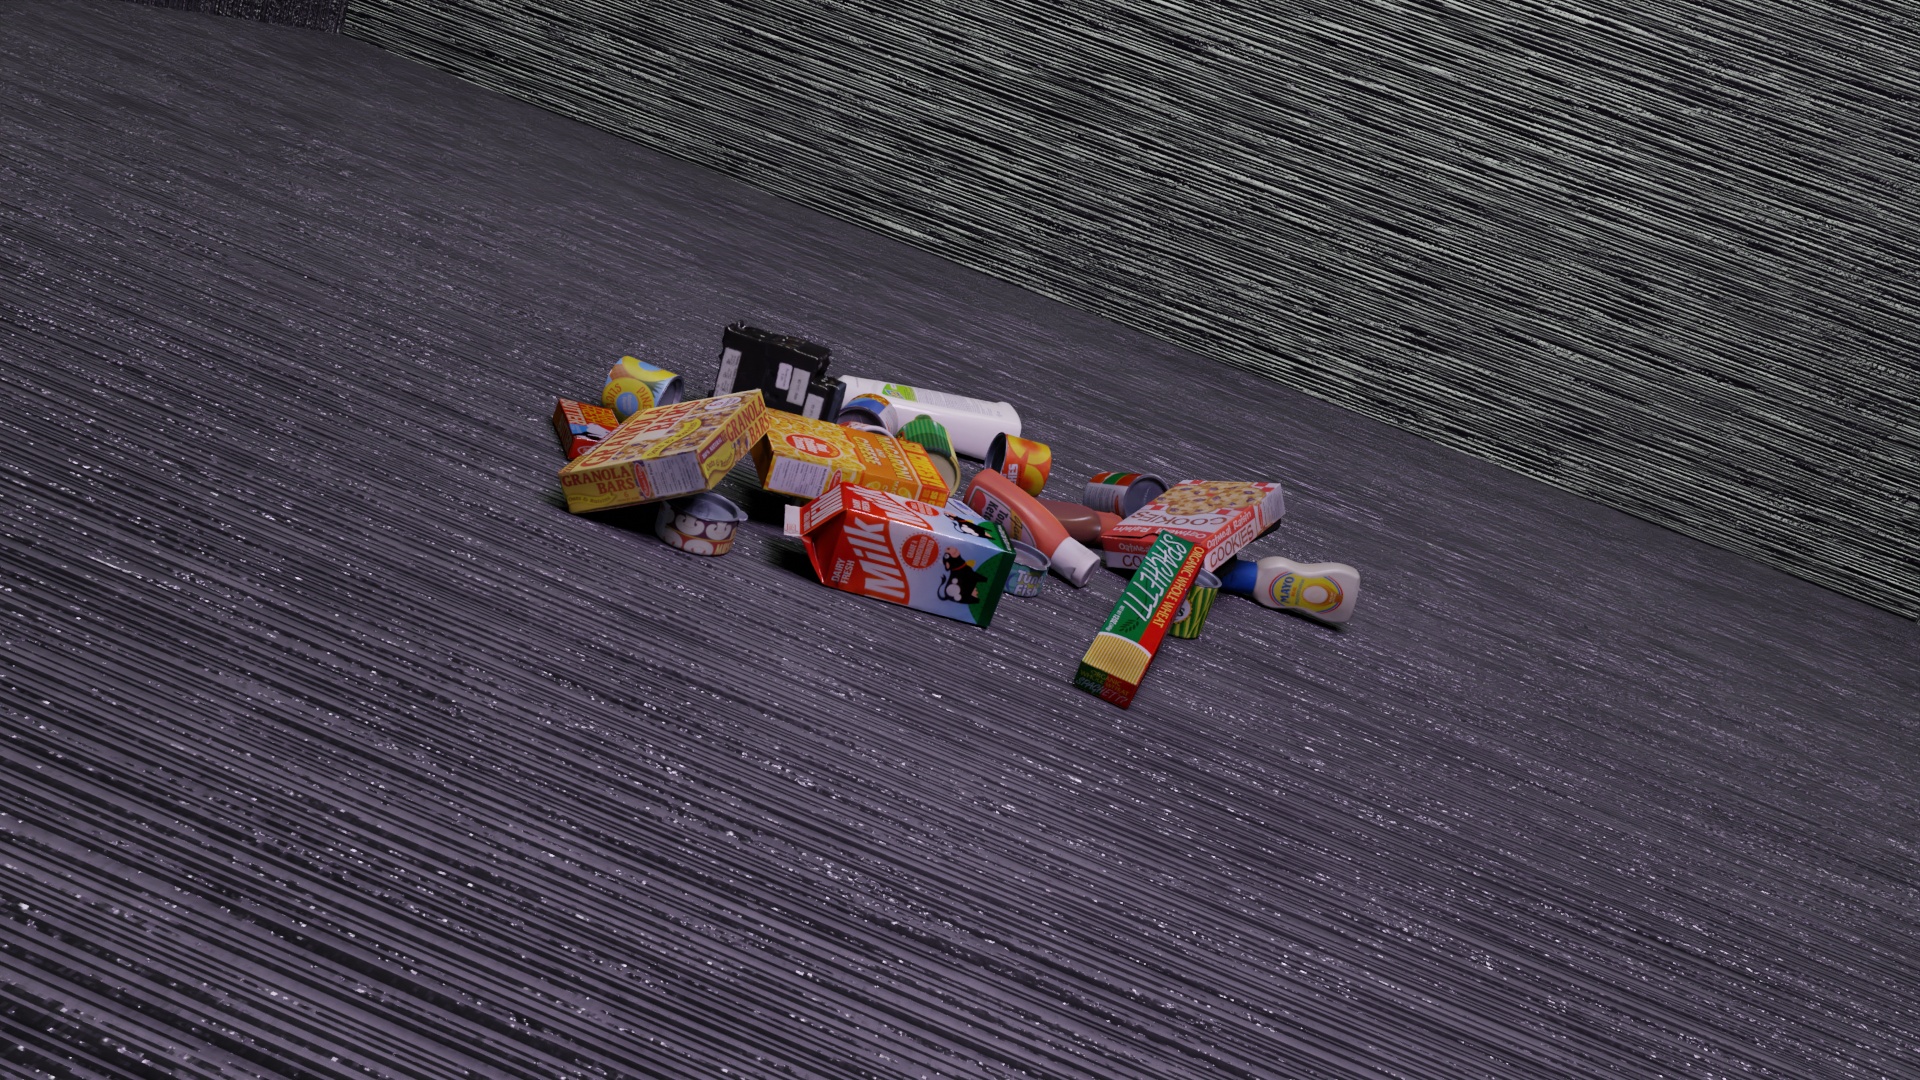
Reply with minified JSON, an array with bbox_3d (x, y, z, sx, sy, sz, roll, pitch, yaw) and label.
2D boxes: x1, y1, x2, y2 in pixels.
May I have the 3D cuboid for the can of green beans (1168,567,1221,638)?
[{"bbox_3d":[0.211,0.055,1.348,0.071,0.057,0.071,18,17,-6],"label":"can of green beans"}]

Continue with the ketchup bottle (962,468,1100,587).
[{"bbox_3d":[0.071,-0.009,1.388,0.149,0.064,0.044,35,43,19],"label":"ketchup bottle"}]

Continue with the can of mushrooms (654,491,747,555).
[{"bbox_3d":[-0.213,-0.015,1.141,0.071,0.033,0.071,18,17,-5],"label":"can of mushrooms"}]

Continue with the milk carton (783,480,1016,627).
[{"bbox_3d":[-0.057,0.006,1.179,0.191,0.073,0.072,16,18,-12],"label":"milk carton"}]

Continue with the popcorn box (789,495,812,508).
[{"bbox_3d":[-0.096,-0.031,1.306,0.127,0.038,0.085,17,19,-11],"label":"popcorn box"}]

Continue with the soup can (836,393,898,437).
[{"bbox_3d":[-0.109,-0.122,1.519,0.071,0.071,0.084,20,17,0],"label":"soup can"}]

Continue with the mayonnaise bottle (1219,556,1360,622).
[{"bbox_3d":[0.357,0.048,1.521,0.148,0.064,0.041,9,19,1],"label":"mayonnaise bottle"}]

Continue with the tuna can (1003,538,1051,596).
[{"bbox_3d":[0.051,0.025,1.305,0.071,0.032,0.071,18,18,-6],"label":"tuna can"}]

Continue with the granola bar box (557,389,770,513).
[{"bbox_3d":[-0.243,-0.076,1.163,0.124,0.039,0.166,-8,21,14],"label":"granola bar box"}]

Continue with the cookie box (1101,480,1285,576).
[{"bbox_3d":[0.245,-0.017,1.462,0.123,0.040,0.168,5,26,42],"label":"cookie box"}]

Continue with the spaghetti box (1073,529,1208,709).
[{"bbox_3d":[0.163,0.062,1.218,0.050,0.028,0.251,24,34,12],"label":"spaghetti box"}]

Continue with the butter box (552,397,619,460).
[{"bbox_3d":[-0.337,-0.098,1.267,0.053,0.024,0.104,11,20,-29],"label":"butter box"}]

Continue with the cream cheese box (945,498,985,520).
[{"bbox_3d":[0.005,-0.017,1.335,0.053,0.024,0.104,37,5,10],"label":"cream cheese box"}]

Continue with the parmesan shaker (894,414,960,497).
[{"bbox_3d":[-0.037,-0.087,1.480,0.071,0.071,0.103,16,18,-11],"label":"parmesan shaker"}]

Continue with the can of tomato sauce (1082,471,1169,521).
[{"bbox_3d":[0.189,-0.044,1.566,0.071,0.071,0.083,10,0,-29],"label":"can of tomato sauce"}]

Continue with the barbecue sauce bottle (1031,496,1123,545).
[{"bbox_3d":[0.111,-0.018,1.483,0.149,0.043,0.065,7,19,-36],"label":"barbecue sauce bottle"}]

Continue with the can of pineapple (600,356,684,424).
[{"bbox_3d":[-0.310,-0.139,1.351,0.058,0.070,0.071,21,17,4],"label":"can of pineapple"}]

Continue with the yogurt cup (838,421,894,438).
[{"bbox_3d":[-0.105,-0.091,1.435,0.072,0.072,0.054,9,13,-32],"label":"yogurt cup"}]

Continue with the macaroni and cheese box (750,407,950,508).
[{"bbox_3d":[-0.105,-0.069,1.275,0.166,0.040,0.124,12,21,-21],"label":"macaroni and cheese box"}]

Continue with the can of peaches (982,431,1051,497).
[{"bbox_3d":[0.065,-0.084,1.593,0.058,0.071,0.071,14,18,-19],"label":"can of peaches"}]
